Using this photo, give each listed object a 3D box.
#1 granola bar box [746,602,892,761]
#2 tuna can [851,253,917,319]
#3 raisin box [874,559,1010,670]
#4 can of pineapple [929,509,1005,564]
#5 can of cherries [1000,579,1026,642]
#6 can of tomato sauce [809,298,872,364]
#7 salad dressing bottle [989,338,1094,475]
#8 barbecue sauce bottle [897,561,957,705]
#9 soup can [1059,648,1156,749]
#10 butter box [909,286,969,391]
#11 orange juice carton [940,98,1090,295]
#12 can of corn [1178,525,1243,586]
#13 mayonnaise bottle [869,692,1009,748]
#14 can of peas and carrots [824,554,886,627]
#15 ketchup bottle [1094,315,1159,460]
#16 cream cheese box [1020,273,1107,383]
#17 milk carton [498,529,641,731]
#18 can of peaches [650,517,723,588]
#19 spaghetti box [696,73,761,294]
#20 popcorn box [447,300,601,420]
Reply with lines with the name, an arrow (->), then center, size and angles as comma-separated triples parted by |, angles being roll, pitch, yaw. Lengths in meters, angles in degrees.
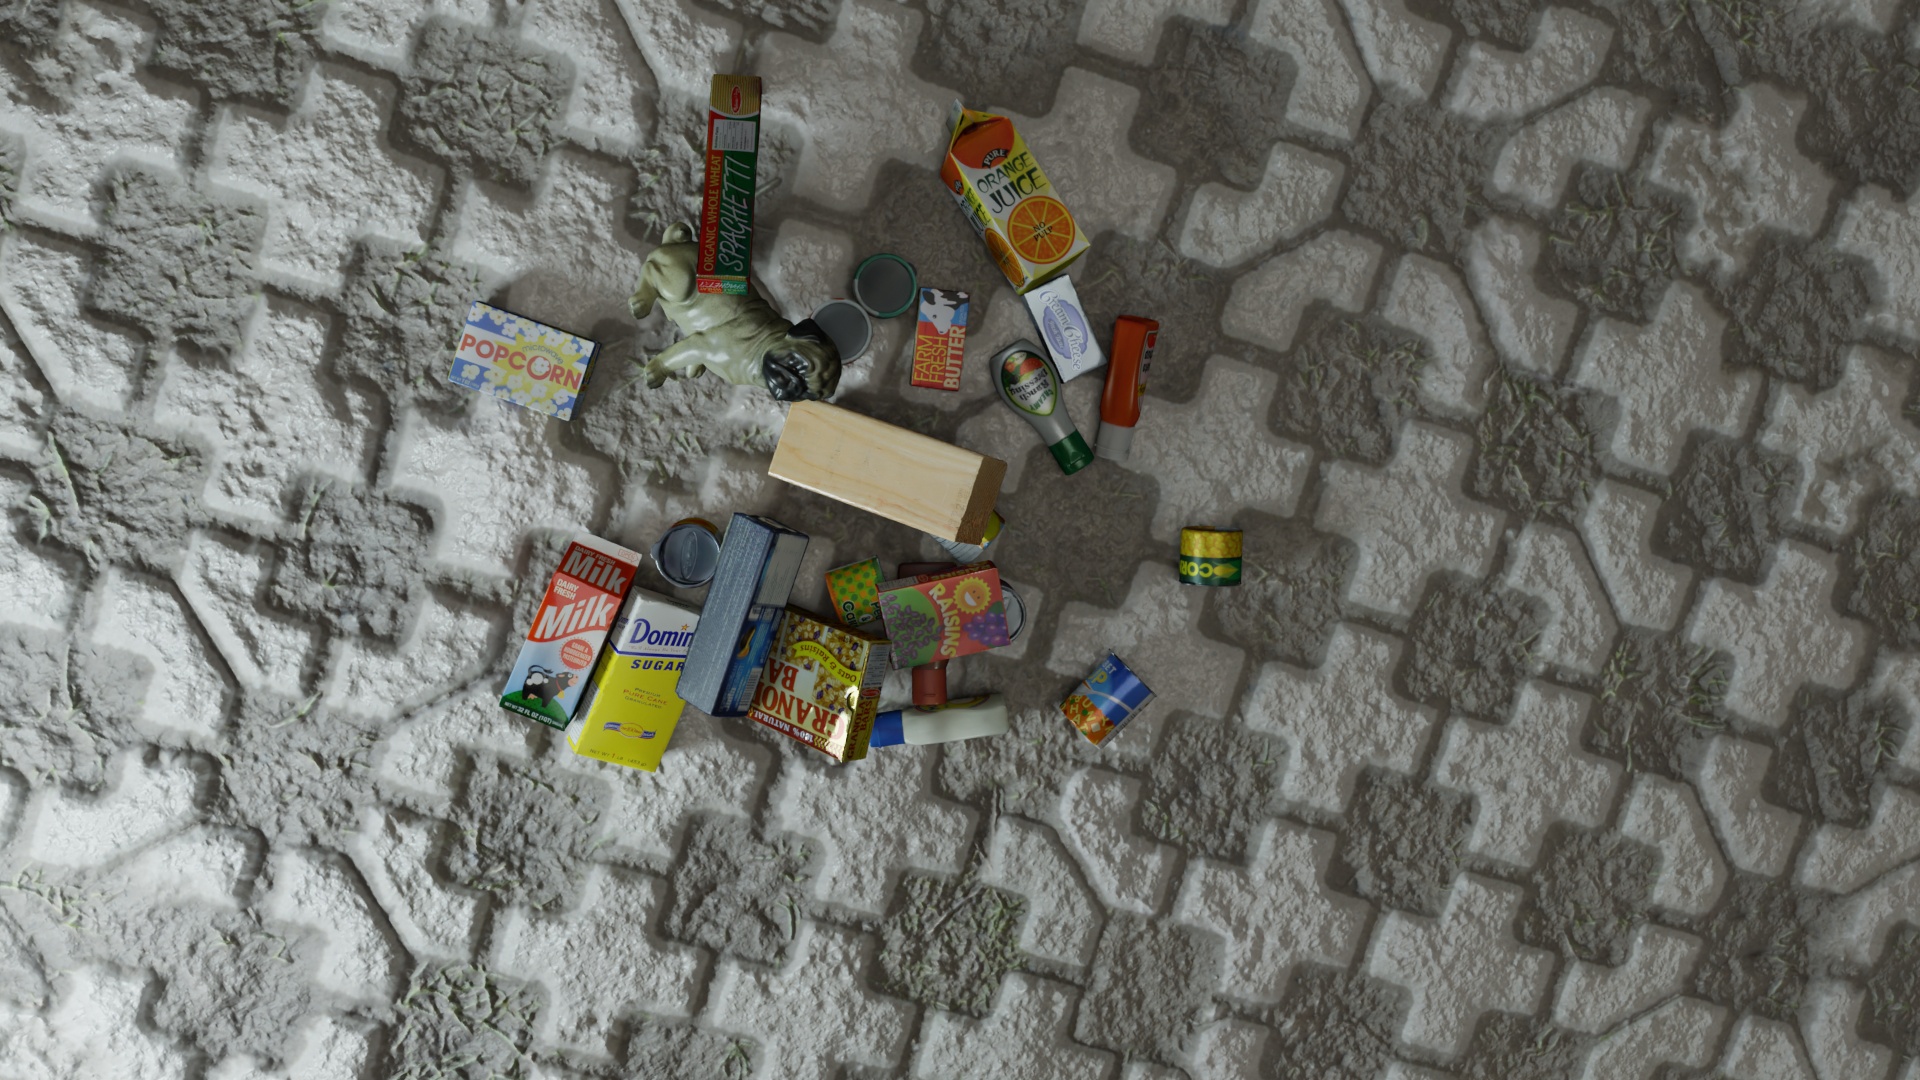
granola bar box -> -0.156, 0.138, 1.408 | 0.165, 0.039, 0.124 | 17, 97, 34
tuna can -> -0.076, -0.262, 1.424 | 0.071, 0.033, 0.071 | -1, 97, -6
raisin box -> -0.018, 0.075, 1.403 | 0.123, 0.040, 0.086 | -12, 102, -6
can of pineapple -> 0.005, -0.018, 1.445 | 0.058, 0.071, 0.071 | 44, 91, -10
can of cherries -> 0.031, 0.072, 1.462 | 0.071, 0.058, 0.071 | -1, 98, -5
can of tomato sauce -> -0.124, -0.208, 1.399 | 0.071, 0.083, 0.071 | -1, 97, -6
salad dressing bottle -> 0.087, -0.138, 1.451 | 0.064, 0.044, 0.147 | -33, 99, 0
barbecue sauce bottle -> -0.033, 0.097, 1.453 | 0.065, 0.043, 0.148 | -1, 87, -2
soup can -> 0.155, 0.169, 1.483 | 0.084, 0.071, 0.071 | -44, 99, 1
butter box -> -0.022, -0.208, 1.440 | 0.053, 0.024, 0.103 | 5, 96, -6
orange juice carton -> 0.042, -0.351, 1.398 | 0.073, 0.072, 0.192 | -34, 93, -9
can of corn -> 0.264, 0.016, 1.475 | 0.071, 0.071, 0.058 | 0, 96, -6
mayonnaise bottle -> -0.024, 0.192, 1.469 | 0.148, 0.065, 0.041 | -7, 99, -2
can of peas and carrots -> -0.103, 0.056, 1.439 | 0.059, 0.071, 0.071 | -18, 98, -3
ketchup bottle -> 0.171, -0.159, 1.451 | 0.043, 0.065, 0.148 | 14, 105, 15
cream cheese box -> 0.108, -0.222, 1.453 | 0.053, 0.024, 0.103 | -26, 99, -4
milk carton -> -0.392, 0.088, 1.409 | 0.072, 0.073, 0.190 | 23, 93, -8
can of peaches -> -0.277, 0.011, 1.421 | 0.071, 0.058, 0.071 | -1, 97, -6
spaghetti box -> -0.222, -0.345, 1.337 | 0.050, 0.028, 0.251 | 2, 64, -6
popcorn box -> -0.436, -0.180, 1.391 | 0.127, 0.038, 0.085 | 19, 94, -8
